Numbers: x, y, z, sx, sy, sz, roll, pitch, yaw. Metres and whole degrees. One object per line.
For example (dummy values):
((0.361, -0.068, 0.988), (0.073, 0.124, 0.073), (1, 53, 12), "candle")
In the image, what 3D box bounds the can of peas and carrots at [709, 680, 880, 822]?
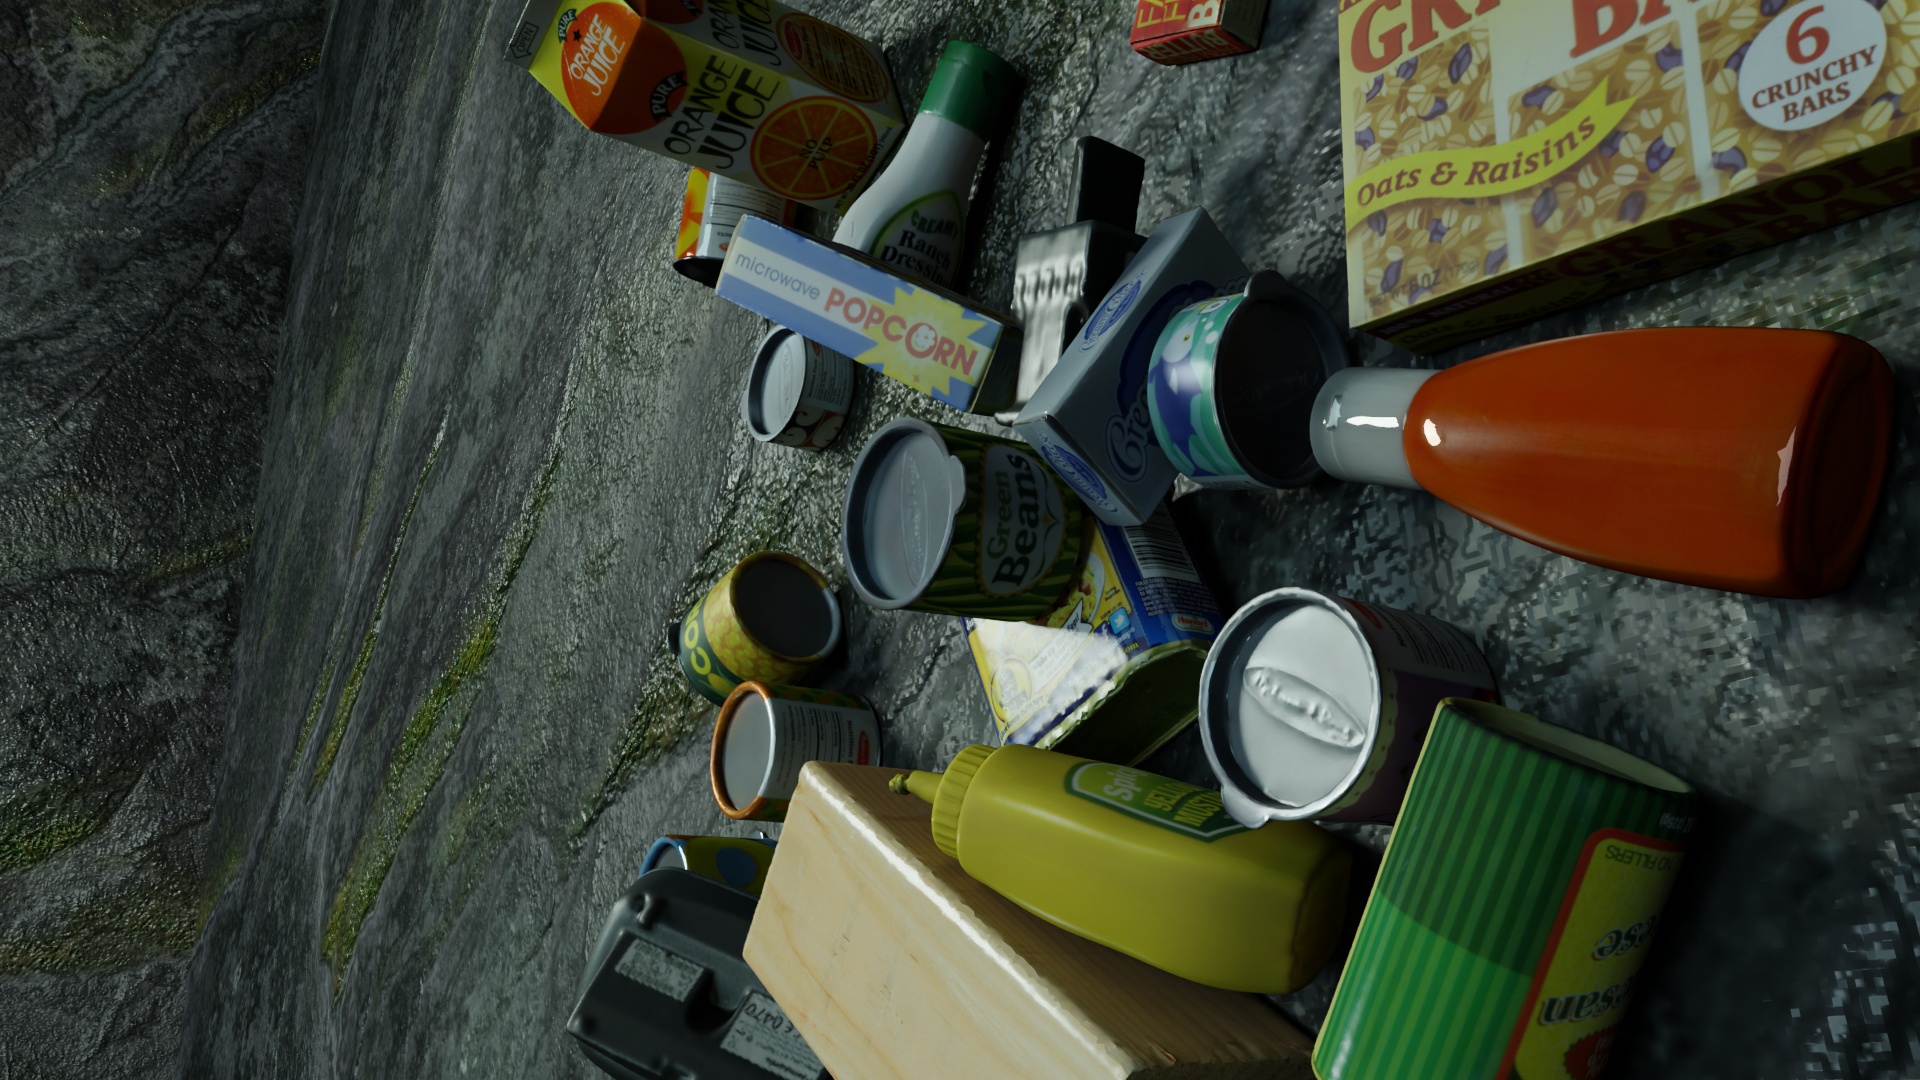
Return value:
((-0.082, 0.103, 0.668), (0.070, 0.059, 0.071), (-22, 62, 50), "can of peas and carrots")

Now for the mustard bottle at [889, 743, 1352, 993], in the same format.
((0.041, 0.097, 0.450), (0.160, 0.065, 0.048), (12, 100, 30), "mustard bottle")

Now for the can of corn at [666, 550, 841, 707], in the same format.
((-0.105, 0.045, 0.707), (0.058, 0.071, 0.071), (-40, 50, 41), "can of corn")

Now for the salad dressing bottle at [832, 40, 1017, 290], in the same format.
((-0.019, -0.162, 0.662), (0.044, 0.064, 0.147), (26, 94, 48), "salad dressing bottle")

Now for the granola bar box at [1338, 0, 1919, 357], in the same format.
((0.184, -0.134, 0.384), (0.165, 0.039, 0.124), (-16, 68, 52), "granola bar box")

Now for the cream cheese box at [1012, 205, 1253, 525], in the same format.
((0.067, -0.060, 0.475), (0.104, 0.053, 0.024), (-54, 24, -22), "cream cheese box")

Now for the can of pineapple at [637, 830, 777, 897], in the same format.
((-0.127, 0.183, 0.708), (0.071, 0.058, 0.071), (-21, 63, 51), "can of pineapple")

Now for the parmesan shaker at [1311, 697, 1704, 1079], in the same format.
((0.136, 0.099, 0.352), (0.071, 0.071, 0.103), (27, 102, 54), "parmesan shaker")

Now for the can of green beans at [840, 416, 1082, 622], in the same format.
((0.000, -0.006, 0.484), (0.071, 0.058, 0.071), (-14, 72, 50), "can of green beans")

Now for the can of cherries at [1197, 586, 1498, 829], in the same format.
((0.113, 0.052, 0.410), (0.071, 0.058, 0.071), (-19, 65, 50), "can of cherries")

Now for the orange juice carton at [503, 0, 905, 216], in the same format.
((-0.133, -0.246, 0.729), (0.071, 0.193, 0.073), (-47, 44, 38), "orange juice carton")

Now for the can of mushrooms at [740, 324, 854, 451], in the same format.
((-0.089, -0.082, 0.758), (0.071, 0.033, 0.071), (-20, 65, 50), "can of mushrooms")

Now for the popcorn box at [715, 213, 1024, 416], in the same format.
((-0.027, -0.092, 0.581), (0.127, 0.085, 0.038), (27, 101, 19), "popcorn box")

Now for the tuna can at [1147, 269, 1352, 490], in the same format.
((0.095, -0.052, 0.458), (0.033, 0.071, 0.071), (0, 80, 55), "tuna can")

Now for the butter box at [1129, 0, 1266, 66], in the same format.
((0.102, -0.243, 0.545), (0.053, 0.024, 0.103), (16, 93, 54), "butter box")

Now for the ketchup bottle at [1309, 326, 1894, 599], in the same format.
((0.162, -0.027, 0.378), (0.149, 0.043, 0.064), (15, 91, 55), "ketchup bottle")

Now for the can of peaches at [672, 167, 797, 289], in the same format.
((-0.133, -0.183, 0.822), (0.071, 0.071, 0.058), (1, 81, 55), "can of peaches")
